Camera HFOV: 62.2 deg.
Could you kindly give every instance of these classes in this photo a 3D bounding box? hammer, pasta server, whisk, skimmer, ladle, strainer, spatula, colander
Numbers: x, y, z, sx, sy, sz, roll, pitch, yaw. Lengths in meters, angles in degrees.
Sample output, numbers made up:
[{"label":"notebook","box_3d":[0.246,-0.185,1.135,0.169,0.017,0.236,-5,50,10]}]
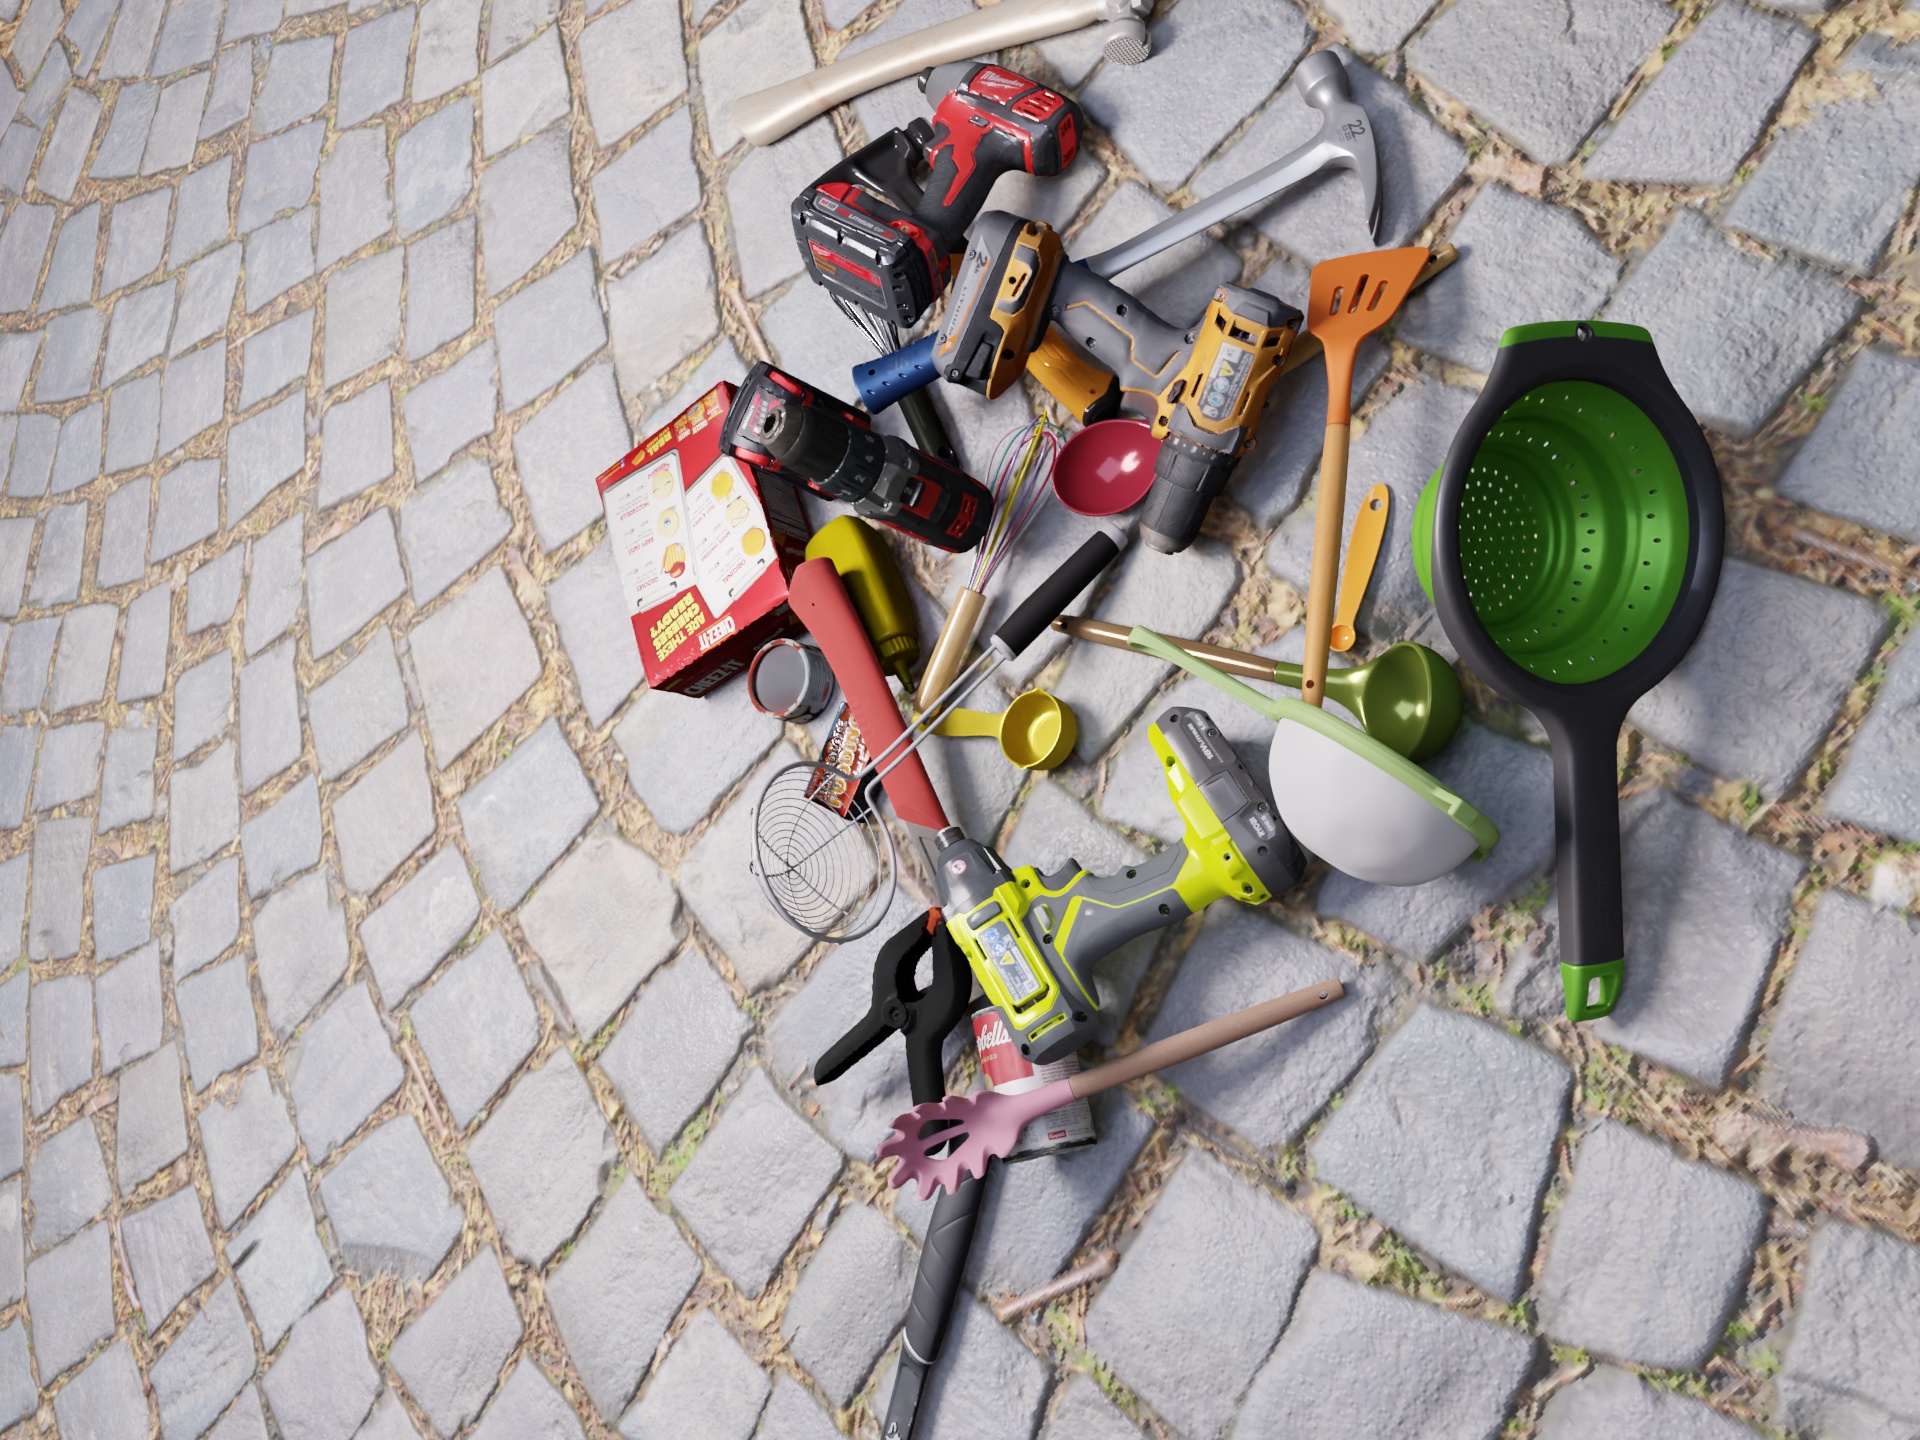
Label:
[{"label":"hammer","box_3d":[0.106,-0.322,1.141,0.405,0.035,0.144,-24,69,16]},{"label":"pasta server","box_3d":[0.097,0.229,1.022,0.316,0.040,0.060,-23,87,7]},{"label":"whisk","box_3d":[0.020,-0.117,1.198,0.047,0.051,0.245,31,100,56]},{"label":"skimmer","box_3d":[-0.002,-0.004,1.098,0.363,0.127,0.090,-45,20,-8]},{"label":"hammer","box_3d":[-0.026,-0.565,1.320,0.411,0.038,0.146,-4,77,33]},{"label":"whisk","box_3d":[-0.055,-0.294,1.284,0.246,0.057,0.059,67,151,21]},{"label":"ladle","box_3d":[0.201,-0.238,1.109,0.315,0.031,0.069,-30,79,23]},{"label":"strainer","box_3d":[0.194,0.027,0.960,0.256,0.151,0.069,33,90,24]},{"label":"hammer","box_3d":[0.008,-0.339,1.233,0.127,0.034,0.337,-34,64,-7]},{"label":"hammer","box_3d":[-0.031,0.463,1.121,0.149,0.036,0.409,14,88,34]},{"label":"spatula","box_3d":[0.245,-0.162,1.024,0.081,0.041,0.323,1,78,34]},{"label":"hammer","box_3d":[-0.034,0.038,1.170,0.149,0.036,0.359,-30,76,26]},{"label":"ladle","box_3d":[0.184,-0.037,1.065,0.320,0.062,0.078,16,102,38]},{"label":"colander","box_3d":[0.339,-0.027,0.934,0.094,0.204,0.397,-172,77,-68]}]

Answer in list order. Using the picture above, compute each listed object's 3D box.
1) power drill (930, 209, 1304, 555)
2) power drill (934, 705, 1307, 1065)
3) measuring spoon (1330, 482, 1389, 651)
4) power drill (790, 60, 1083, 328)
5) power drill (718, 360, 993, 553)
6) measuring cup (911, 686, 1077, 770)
[{"label":"power drill","box_3d":[0.097,-0.232,1.090,0.226,0.084,0.185,23,109,7]},{"label":"power drill","box_3d":[0.097,0.097,1.048,0.223,0.080,0.171,-34,64,7]},{"label":"measuring spoon","box_3d":[0.265,-0.100,1.051,0.021,0.011,0.117,12,84,35]},{"label":"power drill","box_3d":[-0.022,-0.416,1.215,0.143,0.078,0.220,33,72,22]},{"label":"power drill","box_3d":[-0.099,-0.202,1.185,0.227,0.187,0.080,35,102,51]},{"label":"measuring cup","box_3d":[0.024,0.006,1.186,0.157,0.029,0.062,5,79,46]}]
